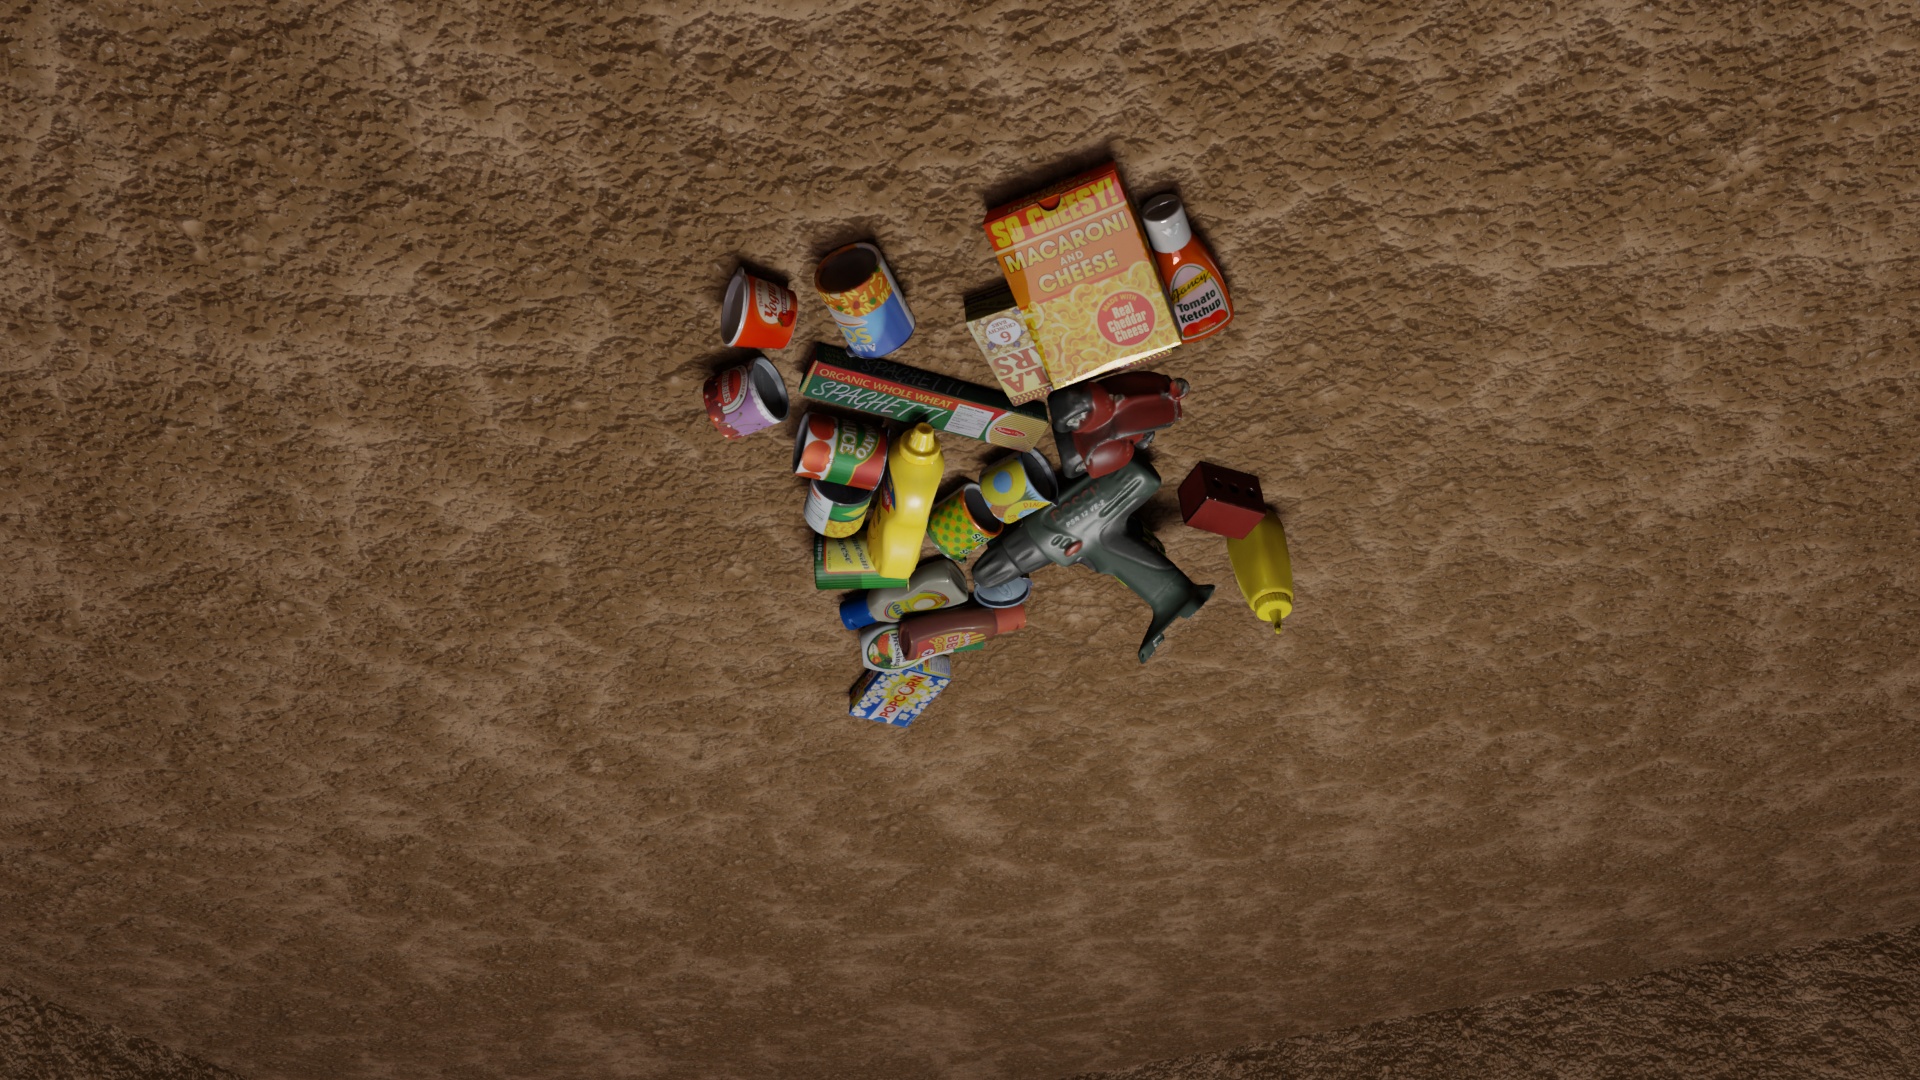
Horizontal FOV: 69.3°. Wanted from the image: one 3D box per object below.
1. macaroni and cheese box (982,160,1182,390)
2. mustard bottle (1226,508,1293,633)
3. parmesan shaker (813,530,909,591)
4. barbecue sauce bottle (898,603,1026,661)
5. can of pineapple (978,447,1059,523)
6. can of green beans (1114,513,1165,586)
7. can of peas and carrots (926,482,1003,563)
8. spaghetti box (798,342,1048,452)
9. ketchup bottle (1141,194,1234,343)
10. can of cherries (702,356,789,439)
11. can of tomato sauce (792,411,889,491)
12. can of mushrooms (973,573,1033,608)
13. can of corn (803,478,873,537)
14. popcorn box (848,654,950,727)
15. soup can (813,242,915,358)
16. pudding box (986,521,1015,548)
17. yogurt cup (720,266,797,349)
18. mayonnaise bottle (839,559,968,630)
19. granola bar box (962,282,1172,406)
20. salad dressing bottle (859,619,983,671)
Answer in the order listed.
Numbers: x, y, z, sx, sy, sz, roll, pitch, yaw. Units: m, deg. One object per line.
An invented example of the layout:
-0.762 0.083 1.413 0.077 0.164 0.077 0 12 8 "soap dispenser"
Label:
0.109 -0.230 1.219 0.123 0.040 0.166 -19 114 16 "macaroni and cheese box"
0.334 0.038 1.526 0.049 0.161 0.065 13 139 -21 "mustard bottle"
-0.109 0.023 1.540 0.103 0.071 0.071 -2 141 -2 "parmesan shaker"
0.003 0.102 1.641 0.149 0.044 0.064 -13 154 -18 "barbecue sauce bottle"
0.061 -0.057 1.458 0.057 0.071 0.071 -27 135 27 "can of pineapple"
0.188 0.011 1.554 0.071 0.071 0.057 -25 137 24 "can of green beans"
0.005 -0.019 1.499 0.058 0.071 0.071 -34 132 31 "can of peas and carrots"
-0.034 -0.140 1.379 0.250 0.029 0.050 13 138 -20 "spaghetti box"
0.201 -0.246 1.256 0.064 0.044 0.148 -25 137 7 "ketchup bottle"
-0.207 -0.138 1.337 0.058 0.072 0.071 -19 139 19 "can of cherries"
-0.121 -0.092 1.402 0.083 0.071 0.070 11 139 -17 "can of tomato sauce"
0.050 0.046 1.613 0.071 0.033 0.070 -2 140 -2 "can of mushrooms"
-0.126 -0.046 1.460 0.071 0.071 0.058 8 140 -14 "can of corn"
-0.078 0.185 1.769 0.085 0.038 0.126 16 137 -24 "popcorn box"
-0.088 -0.214 1.252 0.071 0.072 0.083 -15 139 14 "soup can"
0.072 -0.001 1.559 0.084 0.030 0.049 -9 142 6 "pudding box"
-0.182 -0.205 1.260 0.054 0.073 0.072 8 140 -27 "yogurt cup"
-0.069 0.067 1.621 0.148 0.041 0.064 -19 143 17 "mayonnaise bottle"
0.102 -0.201 1.308 0.165 0.039 0.123 -17 139 16 "granola bar box"
-0.047 0.122 1.684 0.148 0.044 0.064 -7 106 -6 "salad dressing bottle"
